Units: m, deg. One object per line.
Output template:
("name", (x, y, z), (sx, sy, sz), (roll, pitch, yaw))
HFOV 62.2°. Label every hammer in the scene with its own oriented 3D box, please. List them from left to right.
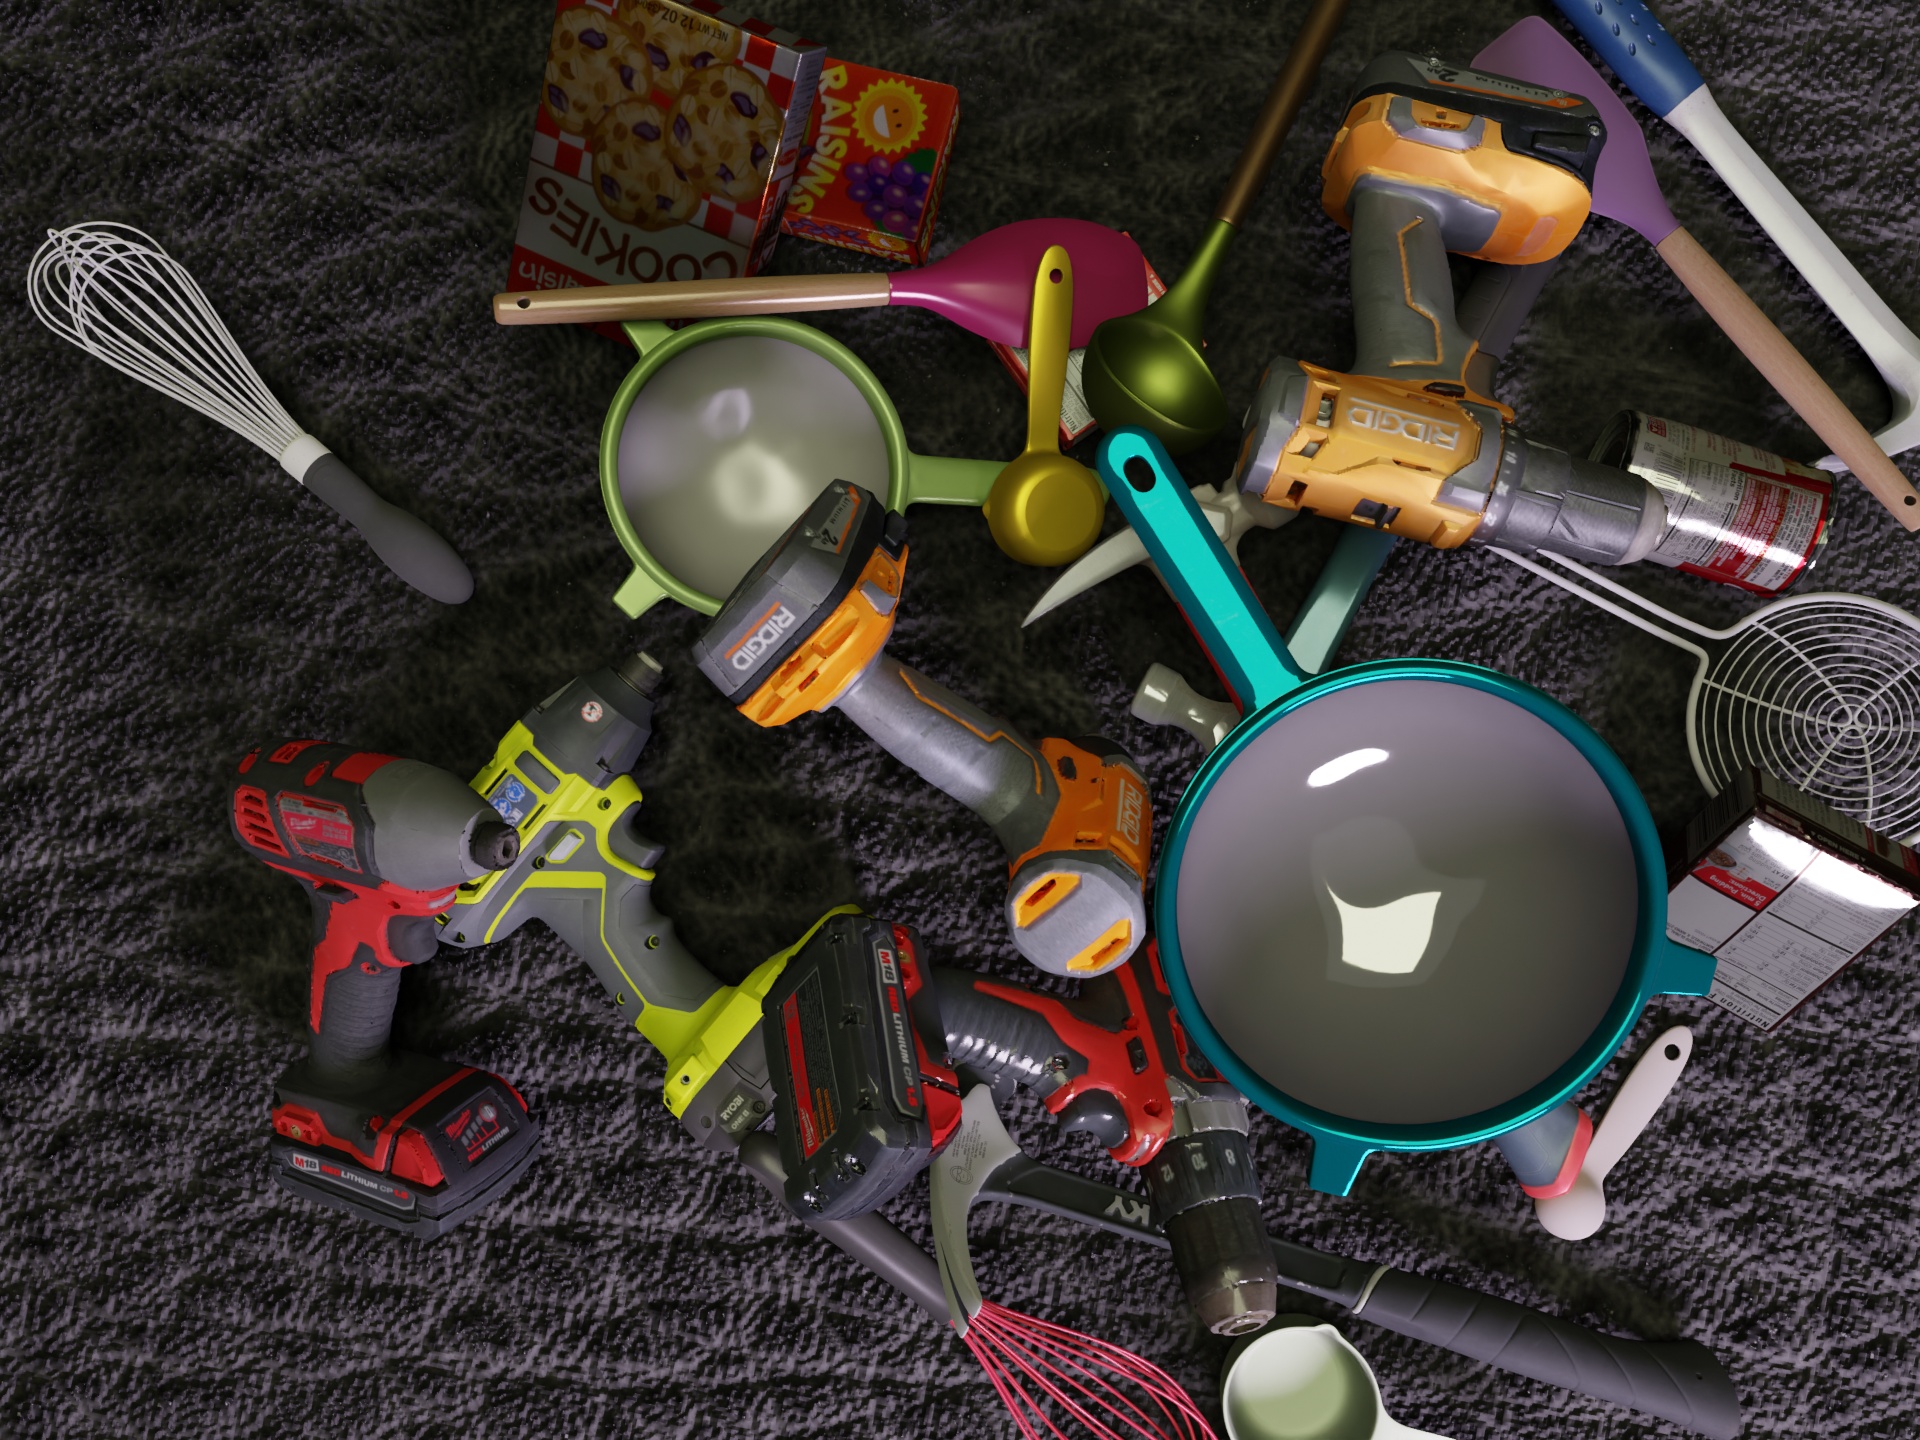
("hammer", (0.178, 0.270, 0.760), (0.409, 0.149, 0.036), (18, 131, -3))
("hammer", (0.181, 0.071, 0.772), (0.143, 0.038, 0.386), (-30, 94, 8))
("hammer", (0.219, -0.119, 0.807), (0.128, 0.033, 0.331), (29, 89, 4))
("hammer", (0.370, -0.303, 0.808), (0.144, 0.035, 0.405), (-38, 86, 0))

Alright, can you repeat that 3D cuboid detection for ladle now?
("ladle", (0.146, -0.270, 0.787), (0.078, 0.062, 0.320), (29, 78, -13))

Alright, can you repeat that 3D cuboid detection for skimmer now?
("skimmer", (0.297, -0.055, 0.748), (0.363, 0.090, 0.127), (26, 119, -5))

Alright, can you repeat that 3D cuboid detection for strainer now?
("strainer", (-0.054, -0.120, 0.811), (0.256, 0.069, 0.151), (1, 88, -15))
("strainer", (0.156, 0.020, 0.702), (0.211, 0.095, 0.340), (-32, 92, 7))

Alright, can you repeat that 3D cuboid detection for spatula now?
("spatula", (0.362, -0.216, 0.779), (0.060, 0.018, 0.316), (-39, 82, 7))

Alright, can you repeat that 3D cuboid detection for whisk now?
("whisk", (-0.364, -0.156, 0.825), (0.284, 0.070, 0.070), (41, 89, -1))
("whisk", (0.011, 0.288, 0.755), (0.295, 0.073, 0.073), (40, 89, -9))

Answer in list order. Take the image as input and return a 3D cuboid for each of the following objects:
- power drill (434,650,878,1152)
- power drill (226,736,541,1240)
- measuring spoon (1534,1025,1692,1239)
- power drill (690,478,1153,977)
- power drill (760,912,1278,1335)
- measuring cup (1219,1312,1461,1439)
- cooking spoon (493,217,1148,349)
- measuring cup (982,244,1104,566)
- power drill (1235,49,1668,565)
("power drill", (-0.148, 0.088, 0.792), (0.223, 0.080, 0.171), (40, 90, 7))
("power drill", (-0.263, 0.121, 0.743), (0.143, 0.078, 0.219), (9, 110, 22))
("measuring spoon", (0.331, 0.205, 0.793), (0.034, 0.018, 0.124), (34, 88, 4))
("power drill", (-0.001, -0.002, 0.730), (0.226, 0.164, 0.084), (42, 115, -12))
("power drill", (0.037, 0.177, 0.703), (0.226, 0.080, 0.188), (10, 49, -30))
("measuring cup", (0.208, 0.346, 0.783), (0.167, 0.038, 0.083), (19, 88, 1))
("cooking spoon", (-0.061, -0.207, 0.767), (0.319, 0.017, 0.069), (-6, 84, -12))
("measuring cup", (0.046, -0.152, 0.777), (0.062, 0.029, 0.156), (-2, 104, -20))
("power drill", (0.236, -0.180, 0.726), (0.185, 0.084, 0.226), (15, 70, 3))
